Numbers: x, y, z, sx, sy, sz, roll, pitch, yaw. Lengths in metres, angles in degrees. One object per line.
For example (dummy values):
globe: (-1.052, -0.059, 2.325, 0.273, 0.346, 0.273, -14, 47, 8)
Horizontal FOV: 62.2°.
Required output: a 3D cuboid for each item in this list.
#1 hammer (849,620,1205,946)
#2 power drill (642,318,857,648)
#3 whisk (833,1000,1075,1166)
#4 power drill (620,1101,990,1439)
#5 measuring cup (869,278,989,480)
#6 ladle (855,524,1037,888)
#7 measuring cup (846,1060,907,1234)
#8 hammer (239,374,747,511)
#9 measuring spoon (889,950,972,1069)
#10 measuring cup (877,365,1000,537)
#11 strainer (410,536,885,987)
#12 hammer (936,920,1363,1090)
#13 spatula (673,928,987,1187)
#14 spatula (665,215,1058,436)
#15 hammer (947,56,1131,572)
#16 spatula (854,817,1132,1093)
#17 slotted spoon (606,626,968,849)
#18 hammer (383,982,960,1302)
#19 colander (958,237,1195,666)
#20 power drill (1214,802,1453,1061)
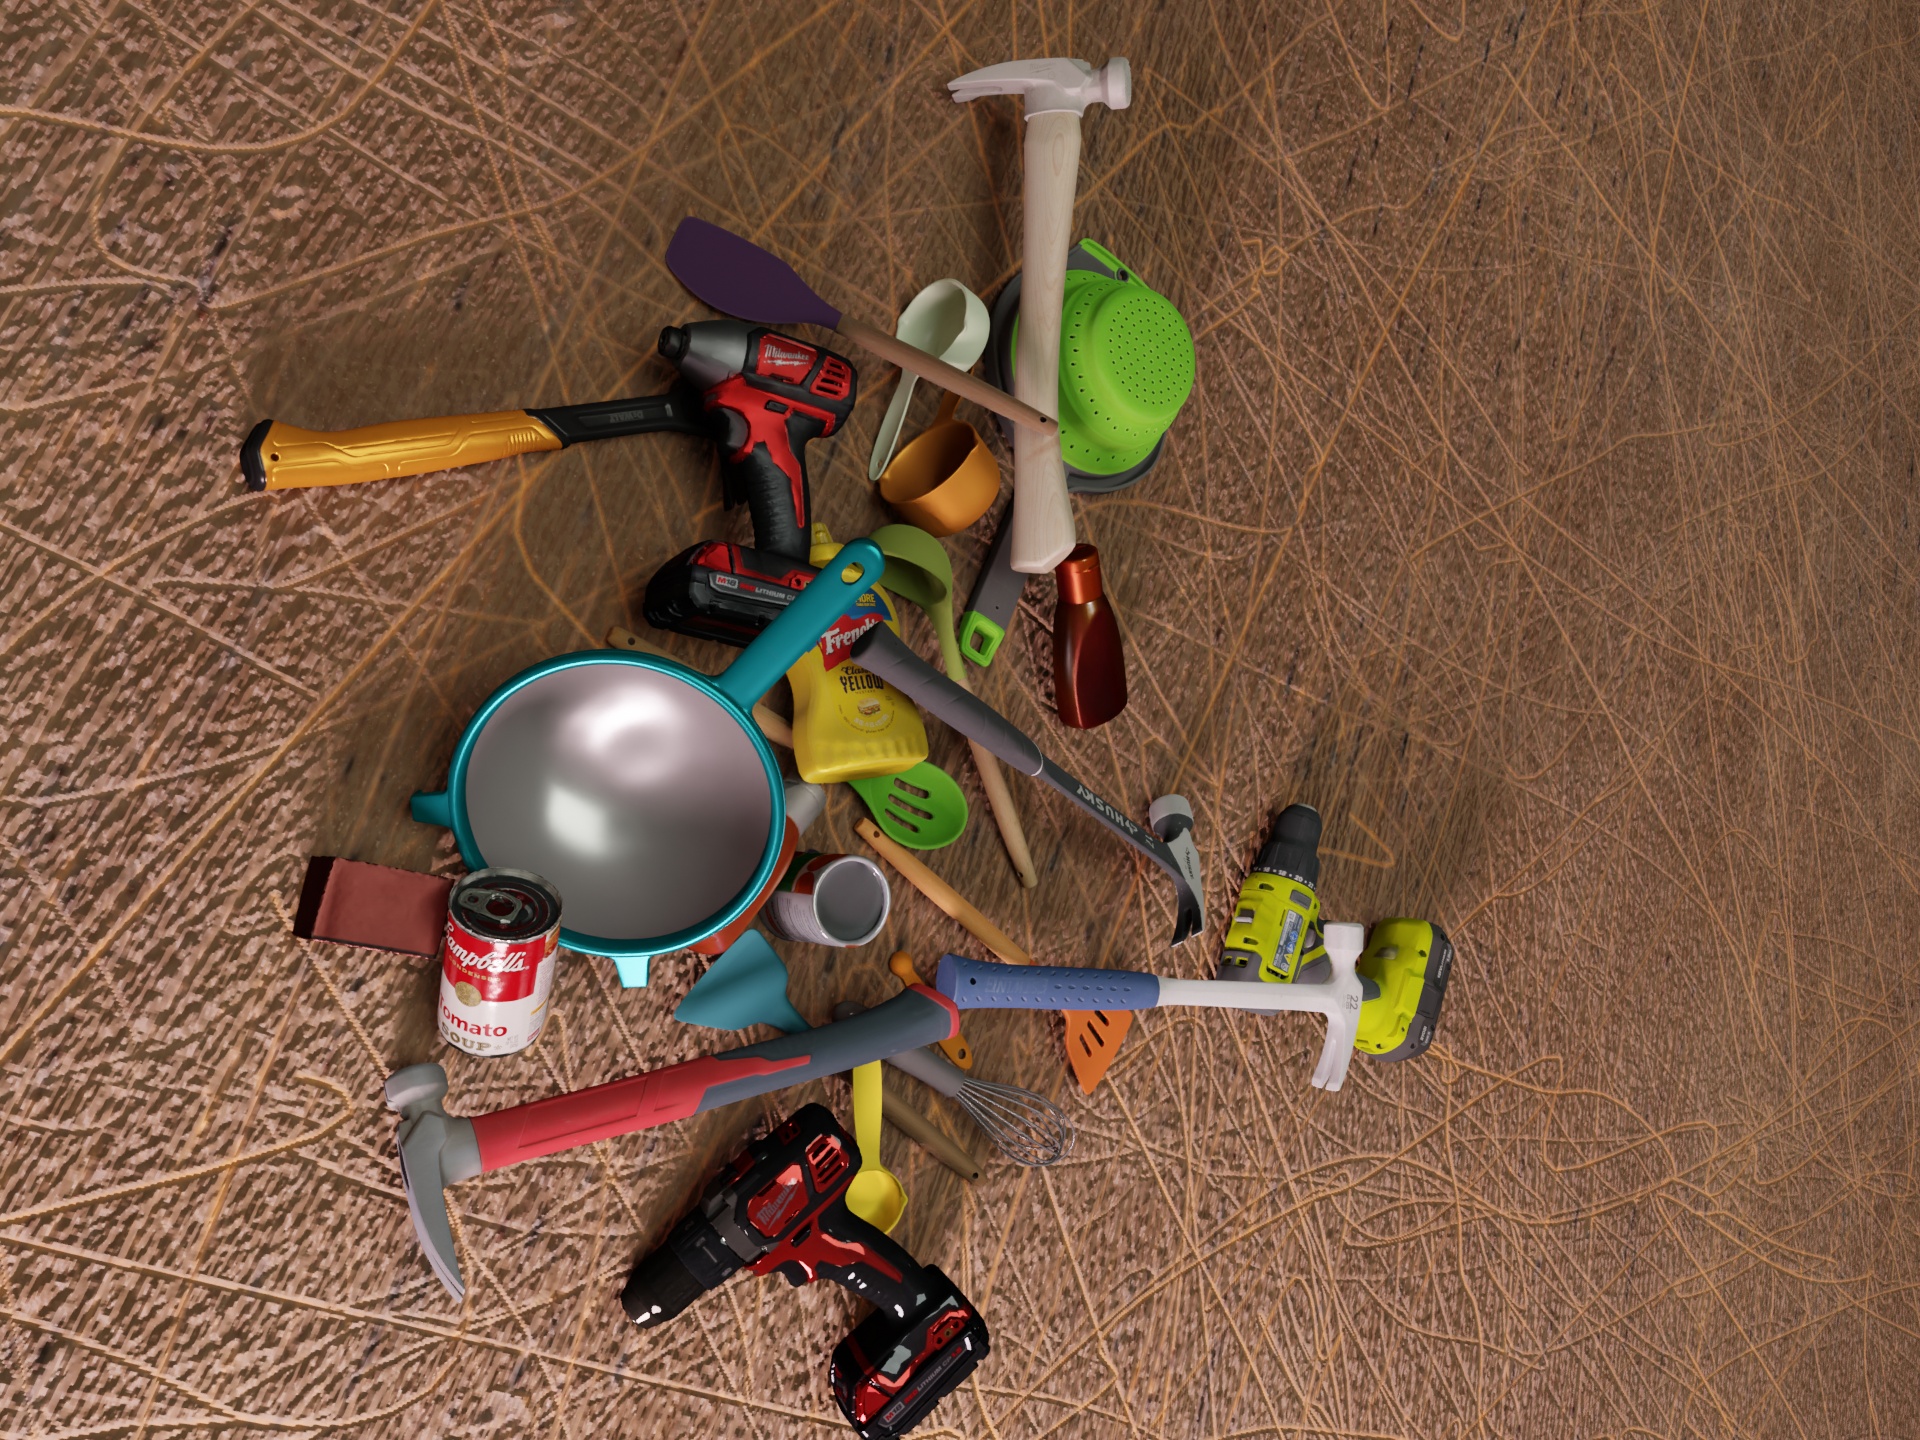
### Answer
hammer: (0.064, 0.041, 1.220, 0.408, 0.036, 0.149, 35, 34, -36)
power drill: (-0.149, -0.167, 1.095, 0.143, 0.078, 0.220, 13, 75, -33)
whisk: (-0.003, 0.278, 1.226, 0.238, 0.055, 0.055, 37, 67, -23)
power drill: (-0.107, 0.403, 1.114, 0.188, 0.080, 0.226, -40, 107, -12)
measuring cup: (-0.028, -0.260, 1.243, 0.038, 0.083, 0.167, 21, 91, -44)
ladle: (-0.002, -0.004, 1.243, 0.062, 0.078, 0.320, -32, 112, -36)
measuring cup: (-0.072, 0.304, 1.171, 0.062, 0.029, 0.156, -2, 96, -22)
hammer: (-0.298, -0.183, 1.058, 0.337, 0.034, 0.127, -15, 94, -35)
measuring spoon: (-0.020, 0.227, 1.238, 0.021, 0.011, 0.116, -41, 110, -30)
measuring cup: (-0.002, -0.213, 1.252, 0.052, 0.095, 0.174, 51, 41, -34)
strainer: (-0.172, -0.002, 1.025, 0.211, 0.095, 0.340, 43, 102, -16)
hammer: (0.167, 0.227, 1.297, 0.405, 0.035, 0.144, 7, 82, -27)
spatula: (-0.079, 0.265, 1.174, 0.082, 0.044, 0.317, -48, 116, -6)
spatula: (-0.069, -0.283, 1.185, 0.315, 0.018, 0.060, 23, 75, -12)
hammer: (0.054, -0.321, 1.257, 0.038, 0.146, 0.411, 25, 67, -75)
spatula: (0.029, 0.181, 1.271, 0.322, 0.041, 0.081, 43, 65, -21)
slotted spoon: (-0.123, 0.011, 1.172, 0.313, 0.031, 0.070, 31, 63, -27)
hammer: (-0.167, 0.256, 1.054, 0.386, 0.038, 0.143, -9, 63, -29)
colander: (0.099, -0.225, 1.302, 0.204, 0.094, 0.397, 32, 69, -29)
power drill: (0.344, 0.200, 1.458, 0.228, 0.080, 0.191, 29, 72, -27)
